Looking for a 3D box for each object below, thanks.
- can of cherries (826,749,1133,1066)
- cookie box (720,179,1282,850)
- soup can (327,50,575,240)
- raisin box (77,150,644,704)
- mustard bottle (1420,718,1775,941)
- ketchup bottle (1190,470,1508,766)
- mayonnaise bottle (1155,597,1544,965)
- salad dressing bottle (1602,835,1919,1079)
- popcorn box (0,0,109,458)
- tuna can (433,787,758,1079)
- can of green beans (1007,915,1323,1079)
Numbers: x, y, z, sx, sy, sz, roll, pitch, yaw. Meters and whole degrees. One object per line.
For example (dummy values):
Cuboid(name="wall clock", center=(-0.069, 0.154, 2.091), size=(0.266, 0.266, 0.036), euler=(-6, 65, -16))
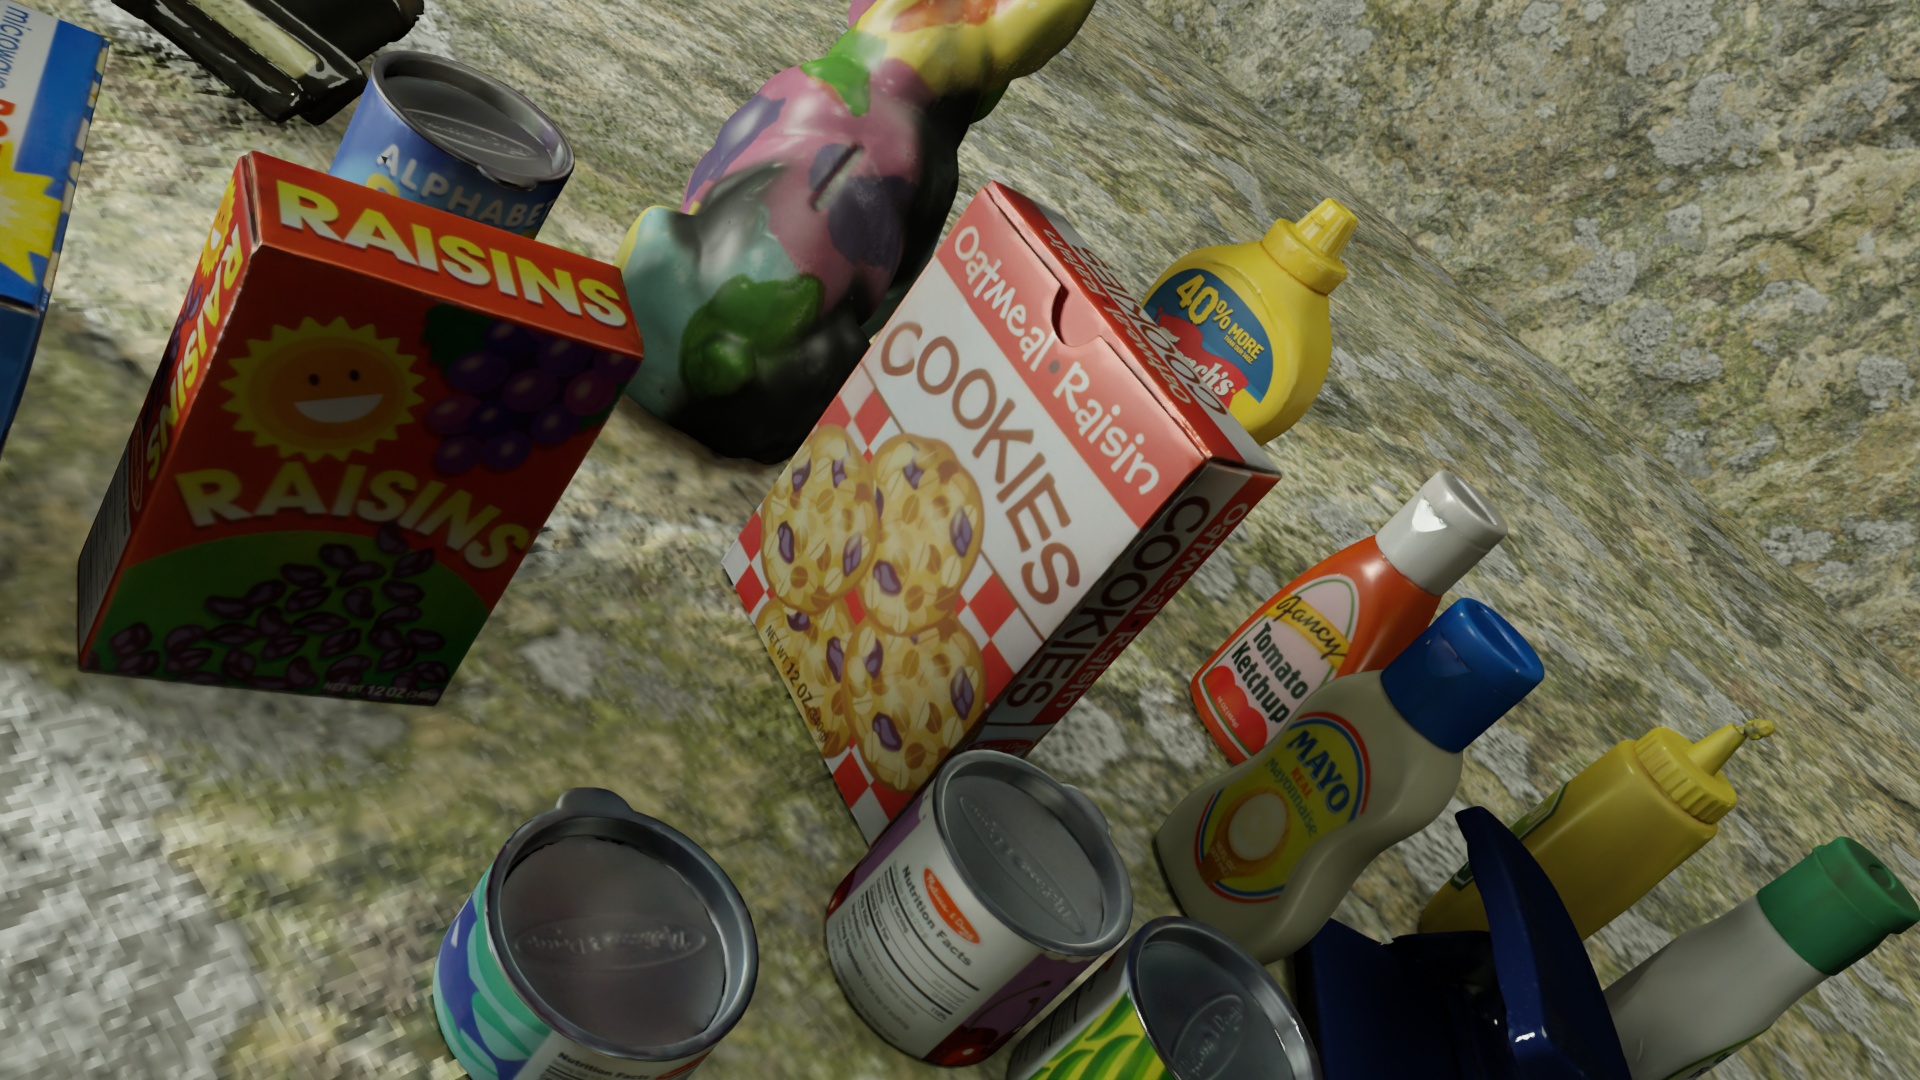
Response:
Cuboid(name="can of cherries", center=(0.006, 0.102, 0.390), size=(0.071, 0.058, 0.072), euler=(29, 28, -17))
Cuboid(name="cookie box", center=(0.002, -0.005, 0.430), size=(0.040, 0.166, 0.123), euler=(7, 40, -46))
Cuboid(name="soup can", center=(-0.176, -0.105, 0.460), size=(0.071, 0.083, 0.072), euler=(29, 28, -17))
Cuboid(name="raisin box", center=(-0.141, -0.019, 0.325), size=(0.086, 0.123, 0.040), euler=(14, 36, -40))
Cuboid(name="mustard bottle", center=(0.256, 0.119, 0.555), size=(0.049, 0.159, 0.065), euler=(47, 28, 16))
Cuboid(name="ketchup bottle", center=(0.163, 0.035, 0.584), size=(0.043, 0.148, 0.065), euler=(13, 36, -40))
Cuboid(name="mayonnaise bottle", center=(0.132, 0.081, 0.477), size=(0.041, 0.147, 0.065), euler=(14, 36, -39))
Cuboid(name="salad dressing bottle", center=(0.289, 0.171, 0.531), size=(0.064, 0.147, 0.044), euler=(5, 42, -48))
Cuboid(name="popcorn box", center=(-0.233, -0.061, 0.320), size=(0.038, 0.085, 0.127), euler=(17, 34, -36))
Cuboid(name="tuna can", center=(-0.084, 0.095, 0.320), size=(0.071, 0.032, 0.071), euler=(29, 28, -17))
Cuboid(name="can of green beans", center=(0.055, 0.147, 0.380), size=(0.071, 0.057, 0.071), euler=(29, 28, -17))
